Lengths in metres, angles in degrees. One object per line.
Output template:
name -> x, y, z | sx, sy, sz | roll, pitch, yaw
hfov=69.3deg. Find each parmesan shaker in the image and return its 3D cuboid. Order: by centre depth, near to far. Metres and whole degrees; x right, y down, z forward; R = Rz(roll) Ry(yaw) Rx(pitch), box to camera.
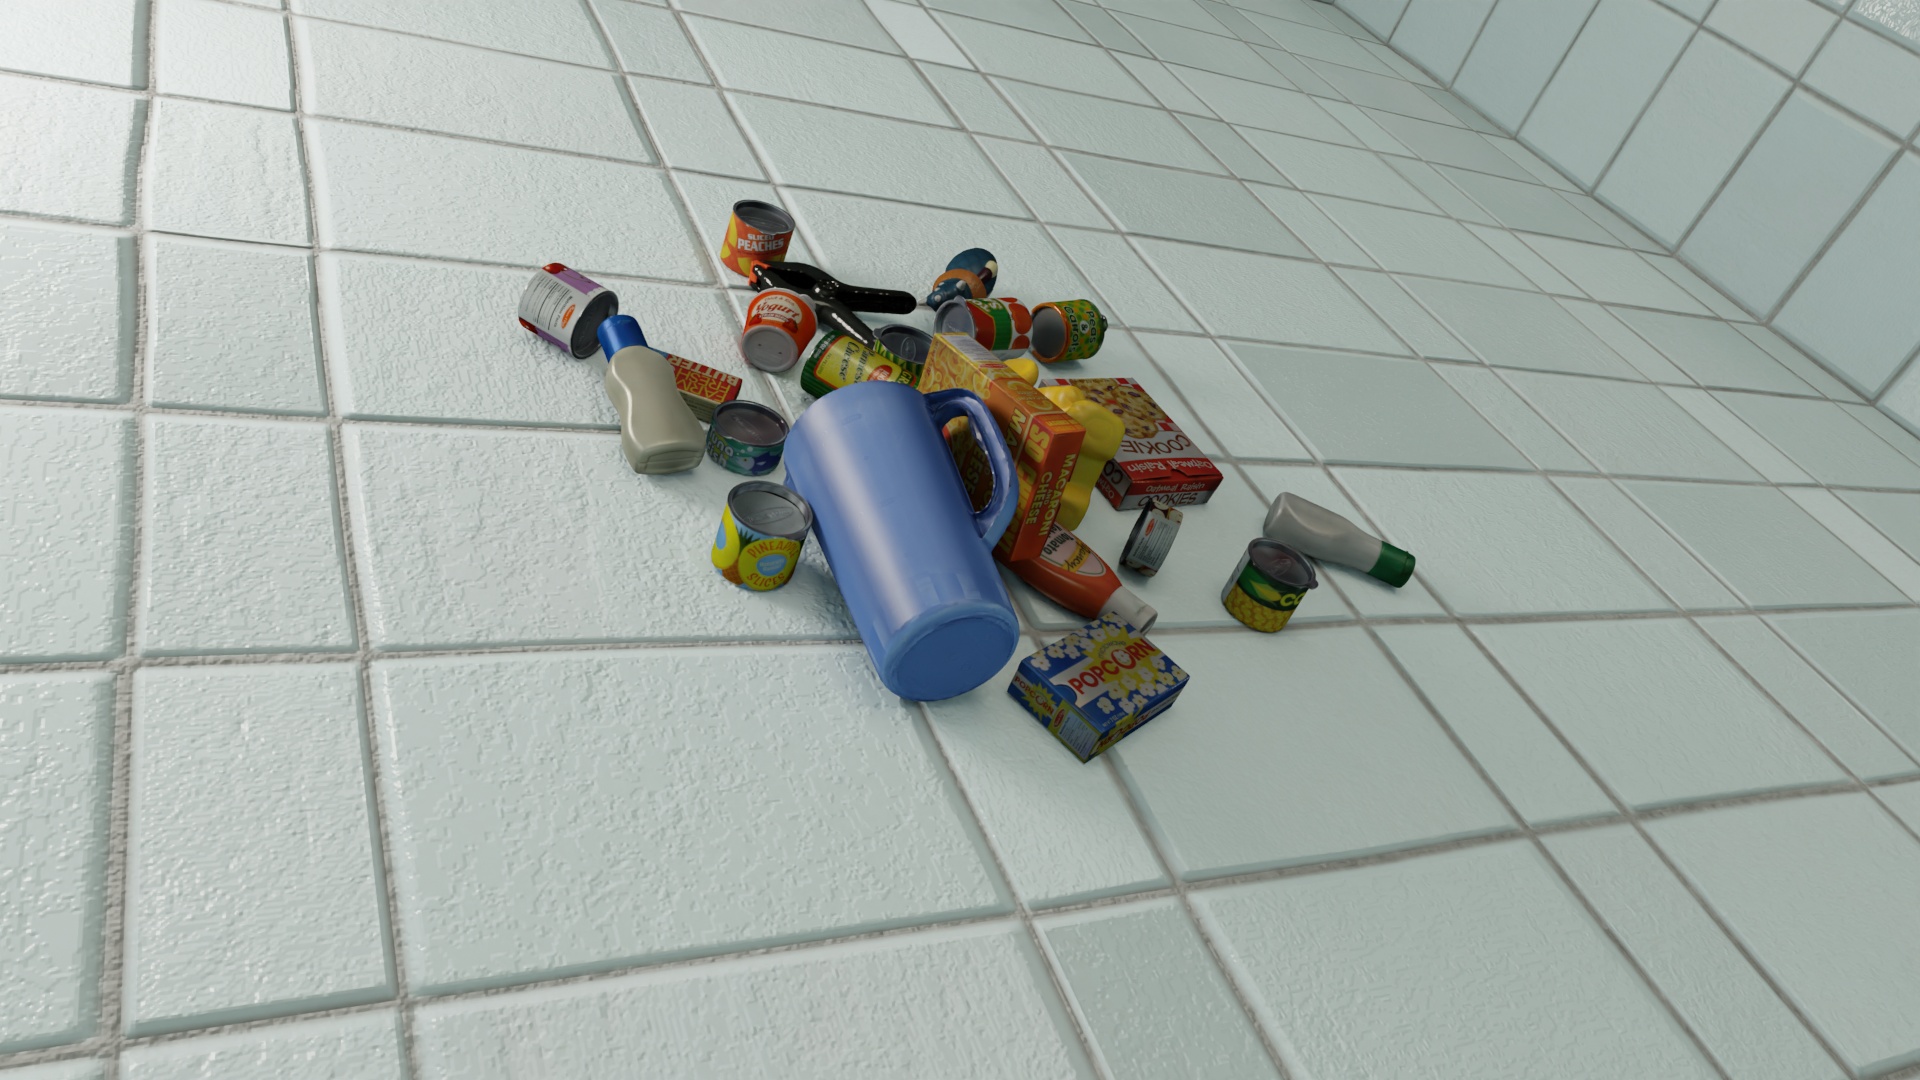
parmesan shaker -> -0.089, -0.139, 1.274 | 0.103, 0.071, 0.072 | 31, 35, 11

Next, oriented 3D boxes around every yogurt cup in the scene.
yogurt cup -> -0.172, -0.194, 1.300 | 0.072, 0.072, 0.054 | 19, 43, -7

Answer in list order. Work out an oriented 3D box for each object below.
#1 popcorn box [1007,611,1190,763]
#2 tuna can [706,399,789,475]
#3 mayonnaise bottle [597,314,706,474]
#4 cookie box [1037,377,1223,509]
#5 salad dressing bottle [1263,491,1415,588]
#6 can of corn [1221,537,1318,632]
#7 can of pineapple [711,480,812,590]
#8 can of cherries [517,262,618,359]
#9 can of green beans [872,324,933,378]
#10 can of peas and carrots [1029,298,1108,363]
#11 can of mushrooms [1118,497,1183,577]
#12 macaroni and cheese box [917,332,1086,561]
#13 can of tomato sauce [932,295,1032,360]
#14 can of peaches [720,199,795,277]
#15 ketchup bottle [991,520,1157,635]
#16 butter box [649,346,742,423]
popcorn box -> 0.109, 0.111, 1.079 | 0.085, 0.038, 0.127 | 42, 38, 23
tuna can -> -0.182, -0.087, 1.176 | 0.071, 0.032, 0.071 | 16, 35, -11
mayonnaise bottle -> -0.261, -0.122, 1.146 | 0.065, 0.041, 0.148 | -8, 57, -32
cookie box -> 0.166, -0.101, 1.391 | 0.123, 0.040, 0.168 | -5, 44, -35
salad dressing bottle -> 0.376, 0.001, 1.377 | 0.148, 0.043, 0.064 | 24, 33, -1
can of corn -> 0.279, 0.042, 1.252 | 0.071, 0.058, 0.071 | 16, 35, -11
can of pineapple -> -0.152, -0.002, 1.060 | 0.071, 0.057, 0.071 | 16, 36, -11
can of cherries -> -0.340, -0.200, 1.209 | 0.058, 0.071, 0.072 | 29, 35, 9
can of green beans -> -0.056, -0.165, 1.333 | 0.071, 0.057, 0.071 | 16, 35, -12
can of peas and carrots -> 0.115, -0.227, 1.504 | 0.059, 0.070, 0.071 | -13, 48, -40
can of mushrooms -> 0.171, -0.003, 1.243 | 0.033, 0.070, 0.071 | 25, 34, 1
macaroni and cheese box -> 0.023, -0.080, 1.147 | 0.040, 0.123, 0.167 | -8, 38, -39
can of tomato sauce -> 0.024, -0.221, 1.442 | 0.083, 0.070, 0.071 | -11, 47, -40
can of peaches -> -0.210, -0.309, 1.435 | 0.071, 0.057, 0.071 | 16, 35, -12
ketchup bottle -> 0.097, 0.031, 1.173 | 0.149, 0.043, 0.065 | 38, 43, 19
butter box -> -0.247, -0.137, 1.213 | 0.103, 0.024, 0.053 | 19, 35, -7
